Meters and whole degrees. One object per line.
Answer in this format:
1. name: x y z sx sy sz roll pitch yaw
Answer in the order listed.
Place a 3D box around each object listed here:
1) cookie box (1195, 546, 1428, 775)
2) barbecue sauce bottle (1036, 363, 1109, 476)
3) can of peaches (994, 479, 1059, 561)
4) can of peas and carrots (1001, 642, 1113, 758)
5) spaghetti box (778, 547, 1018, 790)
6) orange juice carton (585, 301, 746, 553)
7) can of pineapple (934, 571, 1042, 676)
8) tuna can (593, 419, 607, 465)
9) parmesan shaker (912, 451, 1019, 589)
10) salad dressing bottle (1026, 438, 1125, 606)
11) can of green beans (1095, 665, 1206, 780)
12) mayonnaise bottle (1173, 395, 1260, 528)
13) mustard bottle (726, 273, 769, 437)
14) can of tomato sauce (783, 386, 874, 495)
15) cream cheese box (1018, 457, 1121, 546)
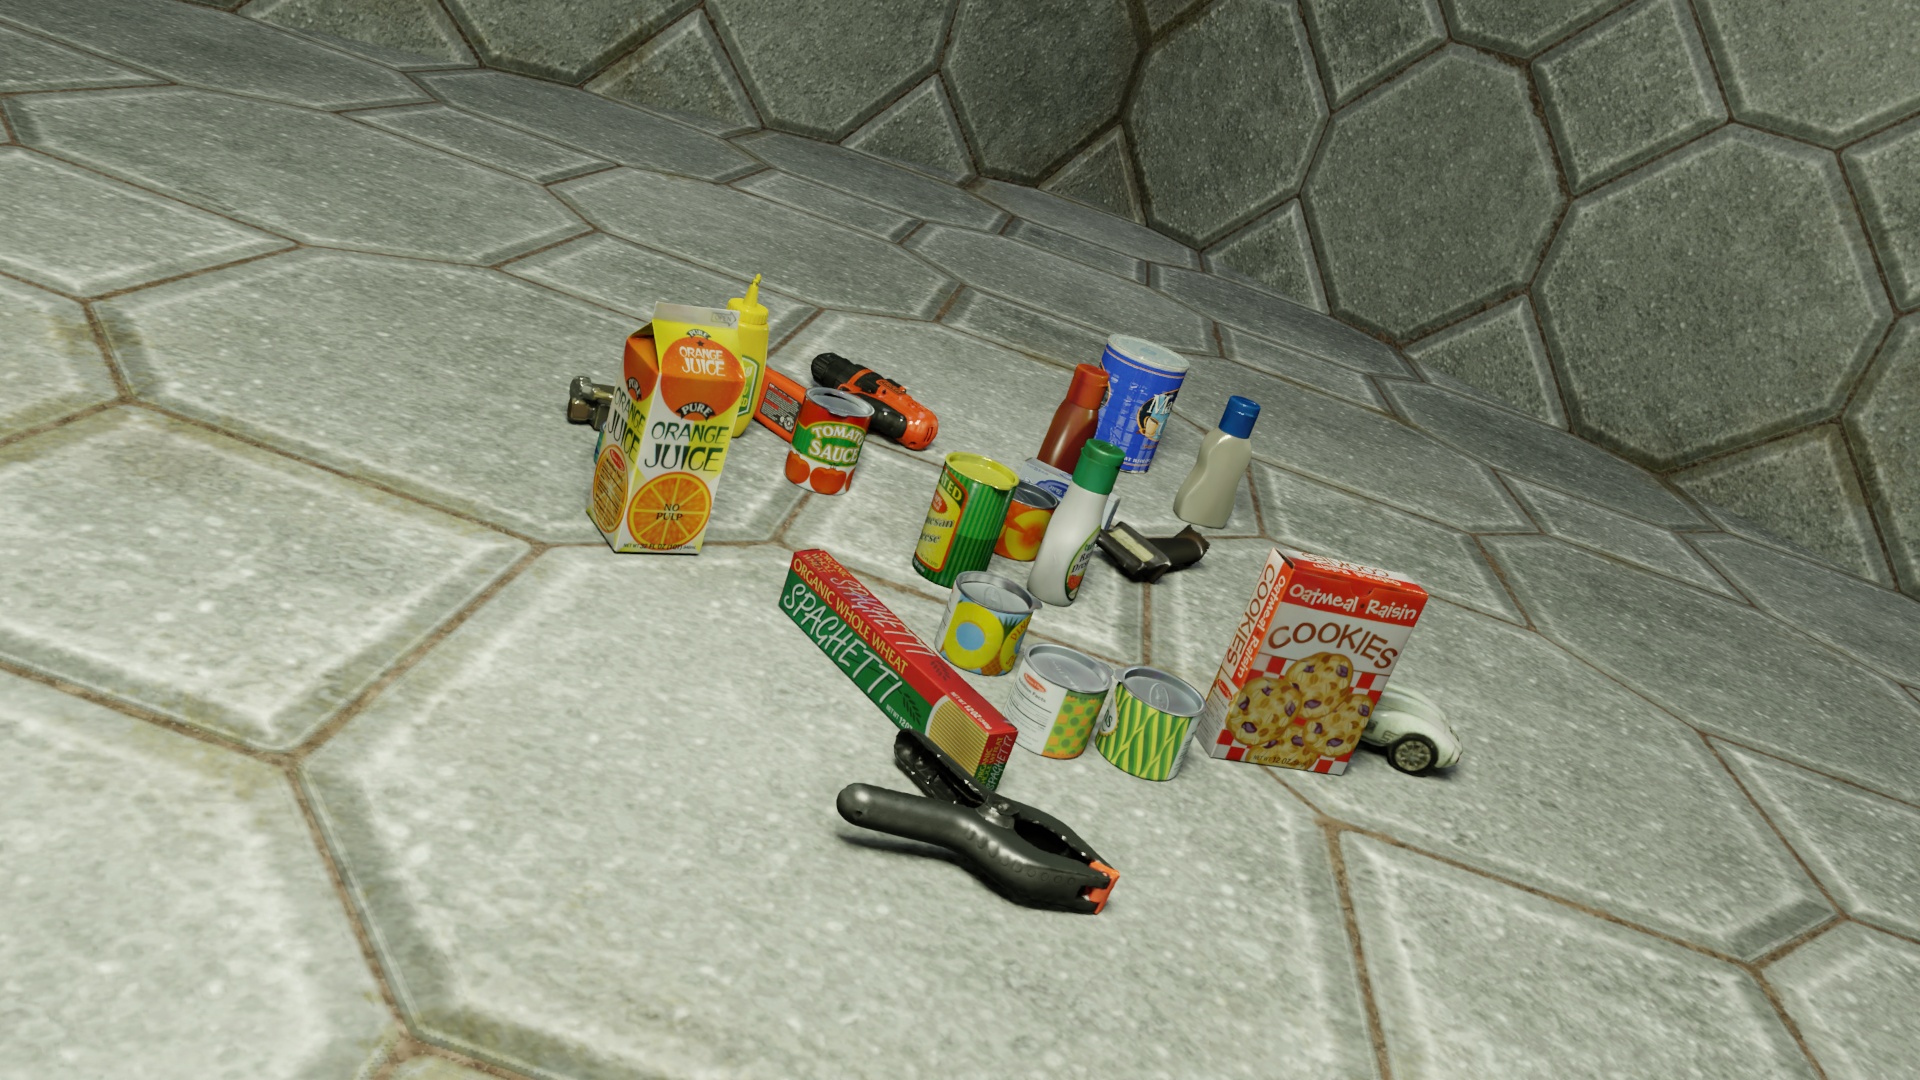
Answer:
1. cookie box: 0.266 0.095 1.060 0.123 0.166 0.040 11 22 -20
2. barbecue sauce bottle: 0.116 -0.111 1.459 0.044 0.148 0.065 31 24 29
3. can of peaches: 0.051 -0.021 1.309 0.071 0.057 0.071 17 21 -7
4. can of peas and carrots: 0.070 0.115 0.997 0.071 0.058 0.071 17 21 -7
5. spaghetti box: -0.051 0.085 0.979 0.029 0.050 0.251 0 29 -41
6. orange juice carton: -0.223 -0.089 1.062 0.072 0.191 0.073 2 27 -37
7. can of pineapple: 0.021 0.065 1.077 0.071 0.057 0.071 17 21 -7
8. tuna can: -0.282 -0.079 1.206 0.071 0.032 0.071 17 21 -7
9. parmesan shaker: 0.004 -0.015 1.195 0.071 0.102 0.071 17 21 -7
10. salad dressing bottle: 0.102 -0.016 1.219 0.044 0.147 0.064 27 22 19
11. can of green beans: 0.138 0.133 1.011 0.071 0.057 0.071 17 21 -7
12. mayonnaise bottle: 0.291 -0.088 1.551 0.065 0.147 0.041 12 22 -18
13. mustard bottle: -0.216 -0.179 1.329 0.065 0.159 0.049 8 24 -27
14. can of tomato sauce: -0.124 -0.092 1.303 0.071 0.082 0.071 17 21 -7
15. cream cheese box: 0.105 -0.039 1.406 0.104 0.053 0.024 25 22 16
